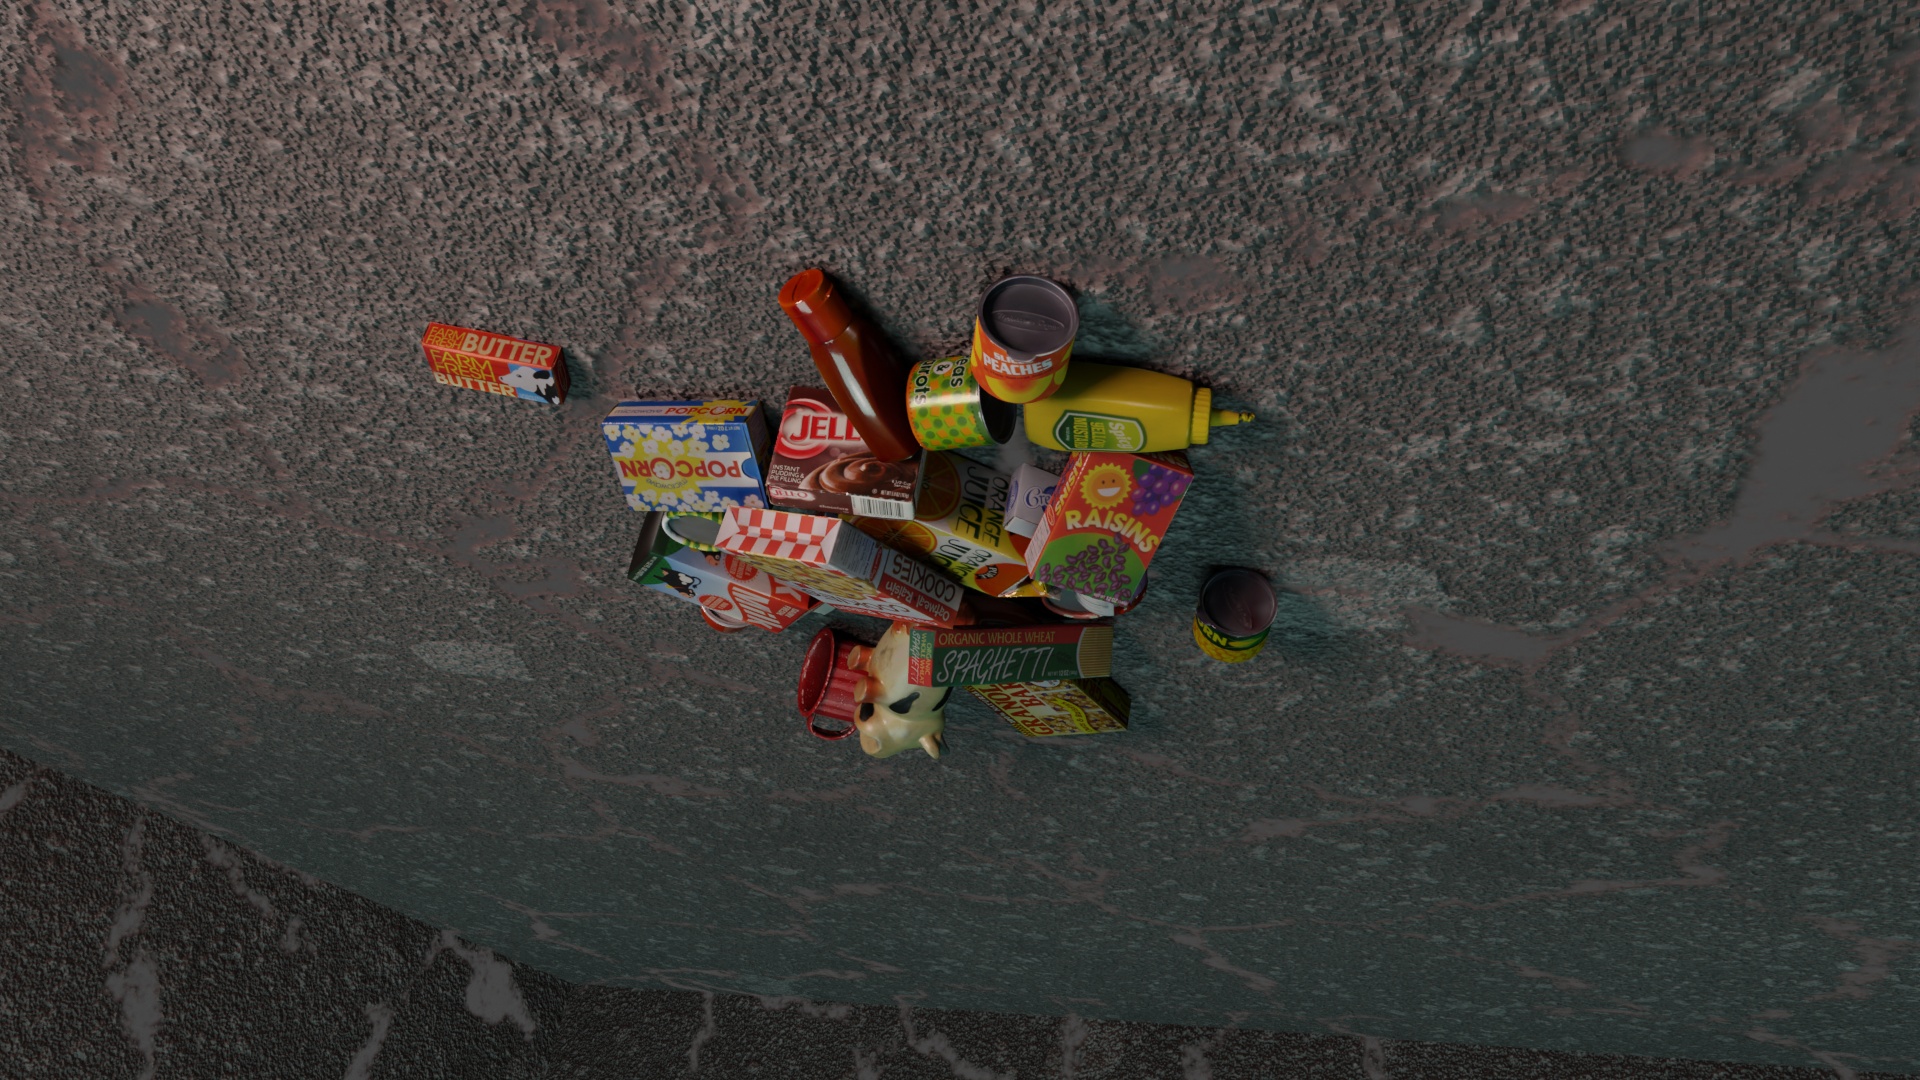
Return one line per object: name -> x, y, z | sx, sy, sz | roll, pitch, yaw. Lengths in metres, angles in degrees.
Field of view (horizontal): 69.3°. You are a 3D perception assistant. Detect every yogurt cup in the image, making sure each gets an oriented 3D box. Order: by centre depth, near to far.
yogurt cup -> -0.219, 0.056, 1.333 | 0.072, 0.072, 0.053 | 16, 158, -10

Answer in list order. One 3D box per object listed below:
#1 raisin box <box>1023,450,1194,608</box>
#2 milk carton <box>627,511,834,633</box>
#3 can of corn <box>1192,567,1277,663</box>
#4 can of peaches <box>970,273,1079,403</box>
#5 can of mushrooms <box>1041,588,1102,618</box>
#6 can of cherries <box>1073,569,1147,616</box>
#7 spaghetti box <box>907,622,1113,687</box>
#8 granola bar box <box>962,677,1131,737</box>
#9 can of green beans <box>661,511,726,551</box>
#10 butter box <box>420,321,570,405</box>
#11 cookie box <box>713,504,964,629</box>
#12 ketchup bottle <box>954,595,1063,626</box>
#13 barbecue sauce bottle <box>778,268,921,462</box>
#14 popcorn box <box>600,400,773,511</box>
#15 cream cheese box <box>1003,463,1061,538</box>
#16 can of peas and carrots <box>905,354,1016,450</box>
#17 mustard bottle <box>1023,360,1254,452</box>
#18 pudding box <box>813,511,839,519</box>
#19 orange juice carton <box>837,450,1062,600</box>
raisin box -> 0.112, -0.018, 1.059 | 0.086, 0.040, 0.122 | 17, 116, -13
milk carton -> -0.193, 0.025, 1.257 | 0.190, 0.074, 0.072 | 23, 149, -22
can of corn -> 0.234, 0.066, 1.200 | 0.071, 0.071, 0.058 | 7, 151, 6
can of peaches -> 0.041, -0.130, 0.913 | 0.071, 0.071, 0.057 | 10, 152, 0
can of mushrooms -> 0.103, 0.041, 1.233 | 0.071, 0.033, 0.070 | 7, 151, 4
can of cherries -> 0.125, 0.021, 1.158 | 0.071, 0.072, 0.058 | 4, 153, 11
spaghetti box -> 0.050, 0.100, 1.227 | 0.028, 0.050, 0.250 | 4, -179, 43
granola bar box -> 0.083, 0.150, 1.427 | 0.124, 0.039, 0.165 | -9, 146, 32
can of green beans -> -0.215, -0.031, 1.181 | 0.071, 0.058, 0.071 | 7, 151, 4
butter box -> -0.359, -0.136, 1.075 | 0.103, 0.024, 0.053 | 11, 151, -1
cookie box -> -0.093, 0.022, 1.108 | 0.123, 0.040, 0.167 | 7, 164, 37
ketchup bottle -> 0.041, 0.085, 1.277 | 0.149, 0.044, 0.064 | 9, 119, -47
barbecue sauce bottle -> -0.073, -0.124, 0.972 | 0.043, 0.065, 0.148 | -10, 136, 28
popcorn box -> -0.213, -0.067, 1.107 | 0.127, 0.038, 0.084 | 1, 124, 16
cream cheese box -> 0.087, -0.020, 1.110 | 0.104, 0.053, 0.024 | 19, 148, -15
can of peas and carrots -> 0.000, -0.100, 0.984 | 0.058, 0.071, 0.070 | -4, 148, 25
mustard bottle -> 0.126, -0.091, 0.977 | 0.160, 0.049, 0.065 | 4, 149, 10
pudding box -> -0.102, 0.007, 1.241 | 0.083, 0.030, 0.049 | 27, 148, -28
orange juice carton -> 0.004, -0.014, 1.128 | 0.193, 0.072, 0.072 | 22, 150, -19
